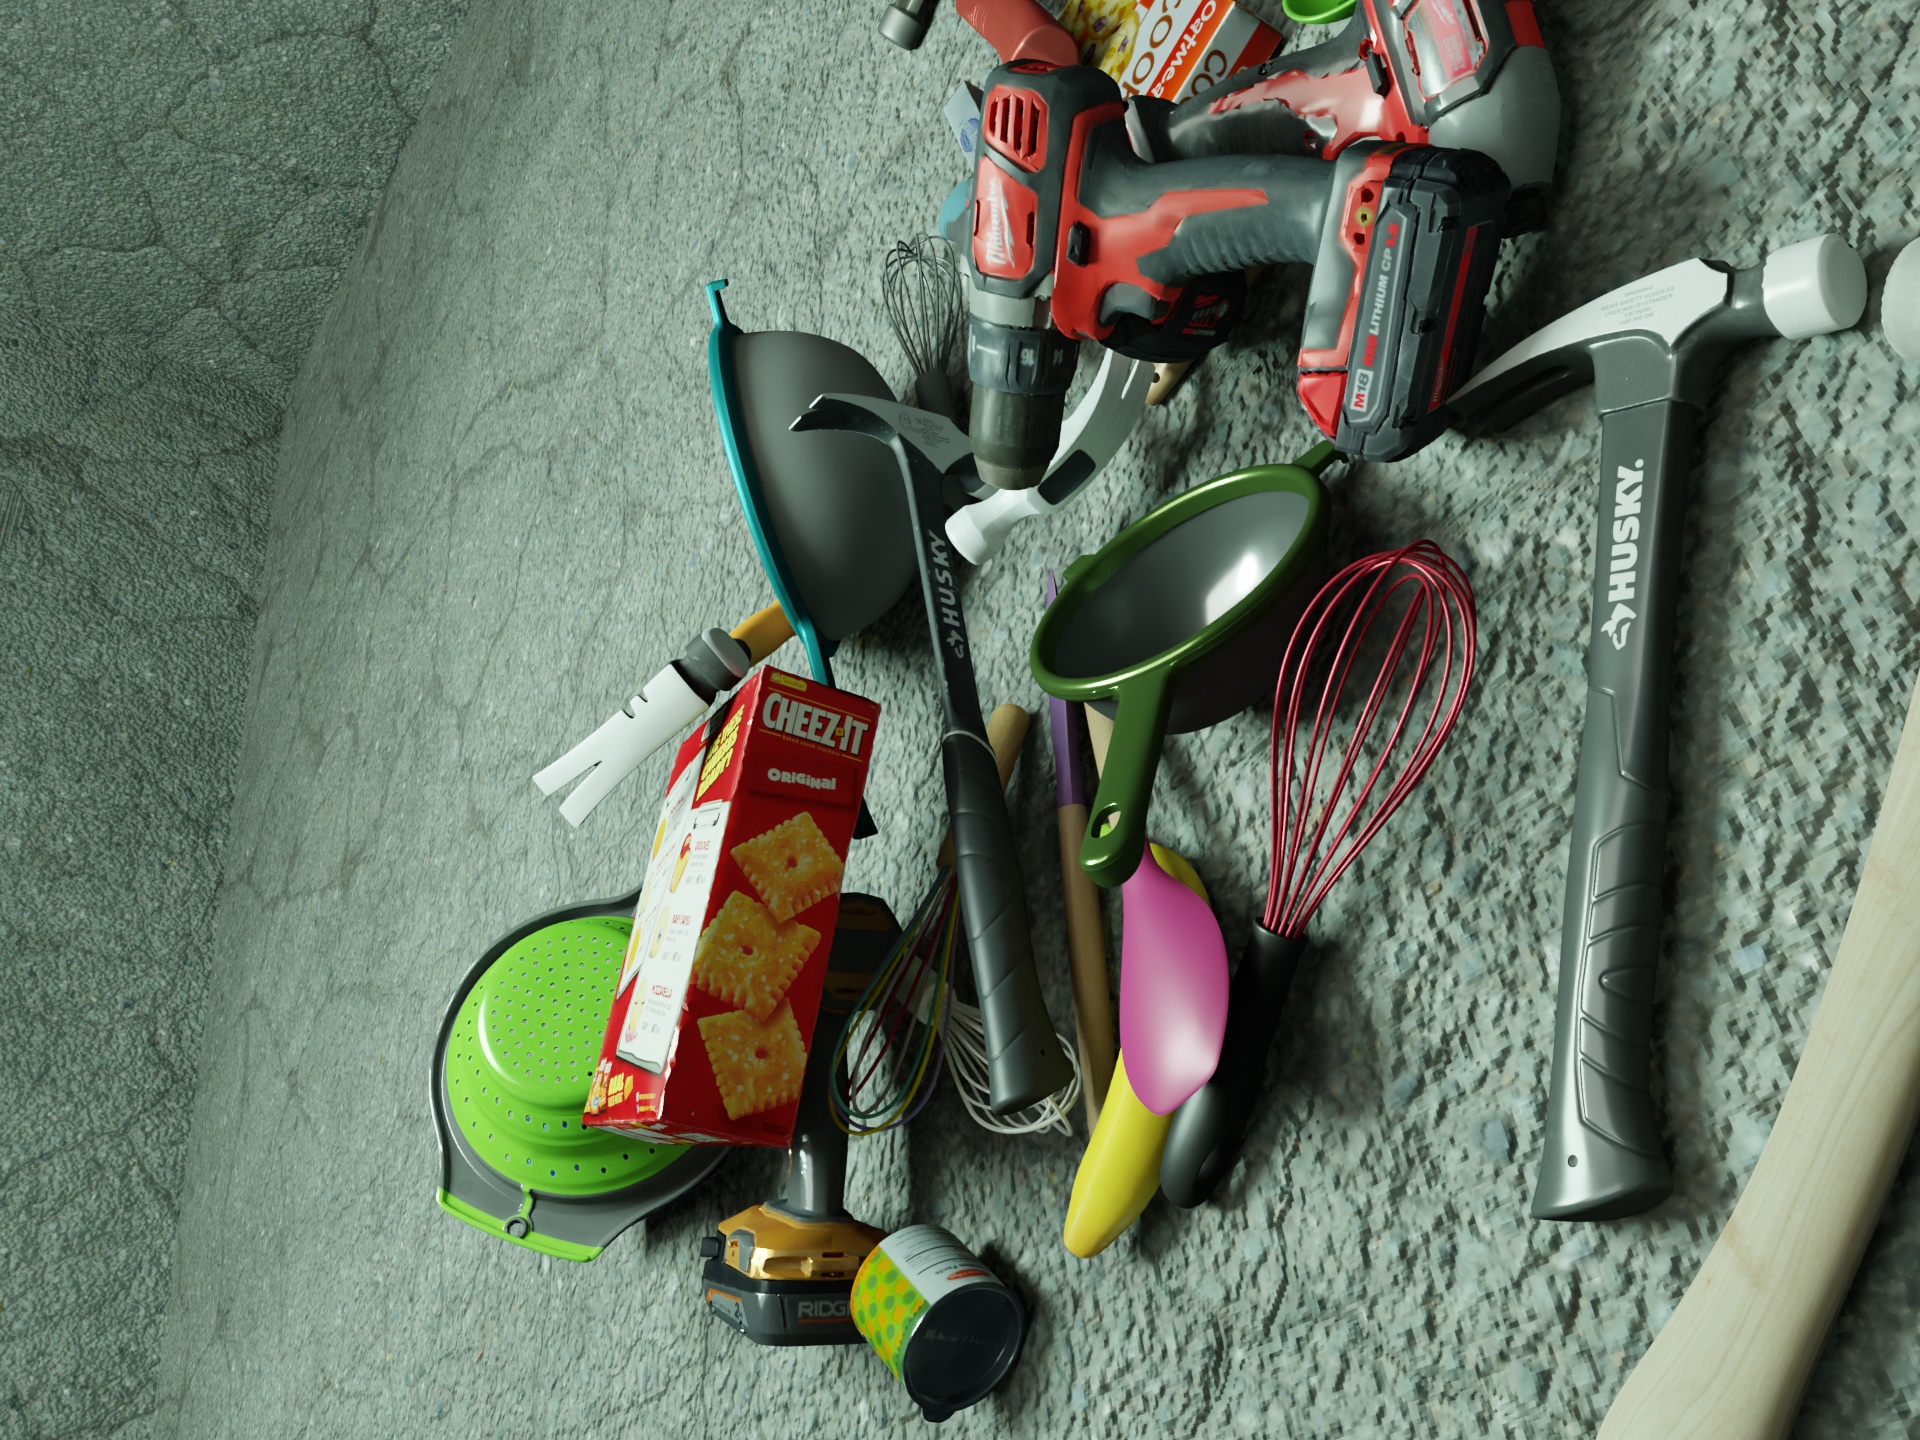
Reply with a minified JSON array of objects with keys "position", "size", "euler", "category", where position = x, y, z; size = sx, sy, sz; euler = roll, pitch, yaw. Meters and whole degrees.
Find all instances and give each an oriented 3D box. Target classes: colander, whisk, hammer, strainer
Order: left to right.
[{"position":[-0.196,0.120,0.982],"size":[0.094,0.204,0.397],"euler":[91,-162,-59],"category":"colander"},{"position":[-0.139,-0.032,0.941],"size":[0.127,0.034,0.337],"euler":[-39,6,15],"category":"hammer"},{"position":[-0.058,-0.095,0.938],"size":[0.095,0.210,0.341],"euler":[-17,63,5],"category":"strainer"},{"position":[-0.014,0.095,0.813],"size":[0.047,0.051,0.245],"euler":[-28,35,56],"category":"whisk"},{"position":[-0.015,-0.212,1.001],"size":[0.055,0.055,0.239],"euler":[-36,53,44],"category":"whisk"},{"position":[-0.008,0.153,0.838],"size":[0.058,0.059,0.246],"euler":[-39,27,-13],"category":"whisk"},{"position":[-0.001,-0.003,0.801],"size":[0.036,0.149,0.409],"euler":[-38,49,38],"category":"hammer"},{"position":[0.019,-0.473,1.020],"size":[0.149,0.036,0.359],"euler":[-58,27,24],"category":"hammer"},{"position":[0.027,-0.226,0.910],"size":[0.128,0.033,0.331],"euler":[-36,38,21],"category":"hammer"},{"position":[0.097,-0.009,0.667],"size":[0.151,0.069,0.257],"euler":[-23,29,33],"category":"strainer"},{"position":[0.136,0.067,0.646],"size":[0.073,0.073,0.295],"euler":[35,111,55],"category":"whisk"},{"position":[0.228,0.005,0.556],"size":[0.146,0.035,0.335],"euler":[-6,72,54],"category":"hammer"},{"position":[0.281,0.060,0.453],"size":[0.146,0.038,0.410],"euler":[23,96,55],"category":"hammer"}]

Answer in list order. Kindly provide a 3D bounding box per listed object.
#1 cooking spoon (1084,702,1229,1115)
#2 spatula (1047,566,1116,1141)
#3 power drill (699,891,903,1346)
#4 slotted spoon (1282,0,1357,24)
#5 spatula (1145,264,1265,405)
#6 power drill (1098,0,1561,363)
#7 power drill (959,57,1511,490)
[{"position":[0.075,0.039,0.730],"size":[0.068,0.017,0.319],"euler":[-49,29,32],"category":"cooking spoon"},{"position":[0.058,0.067,0.785],"size":[0.059,0.018,0.316],"euler":[86,180,-66],"category":"spatula"},{"position":[-0.092,0.210,0.877],"size":[0.185,0.084,0.226],"euler":[158,117,-65],"category":"power drill"},{"position":[0.251,-0.461,0.726],"size":[0.313,0.031,0.070],"euler":[-58,37,21],"category":"slotted spoon"},{"position":[0.171,-0.280,0.751],"size":[0.082,0.044,0.317],"euler":[50,123,25],"category":"spatula"},{"position":[0.155,-0.248,0.709],"size":[0.219,0.078,0.143],"euler":[-20,84,41],"category":"power drill"},{"position":[0.098,-0.171,0.680],"size":[0.227,0.080,0.187],"euler":[20,120,27],"category":"power drill"}]
